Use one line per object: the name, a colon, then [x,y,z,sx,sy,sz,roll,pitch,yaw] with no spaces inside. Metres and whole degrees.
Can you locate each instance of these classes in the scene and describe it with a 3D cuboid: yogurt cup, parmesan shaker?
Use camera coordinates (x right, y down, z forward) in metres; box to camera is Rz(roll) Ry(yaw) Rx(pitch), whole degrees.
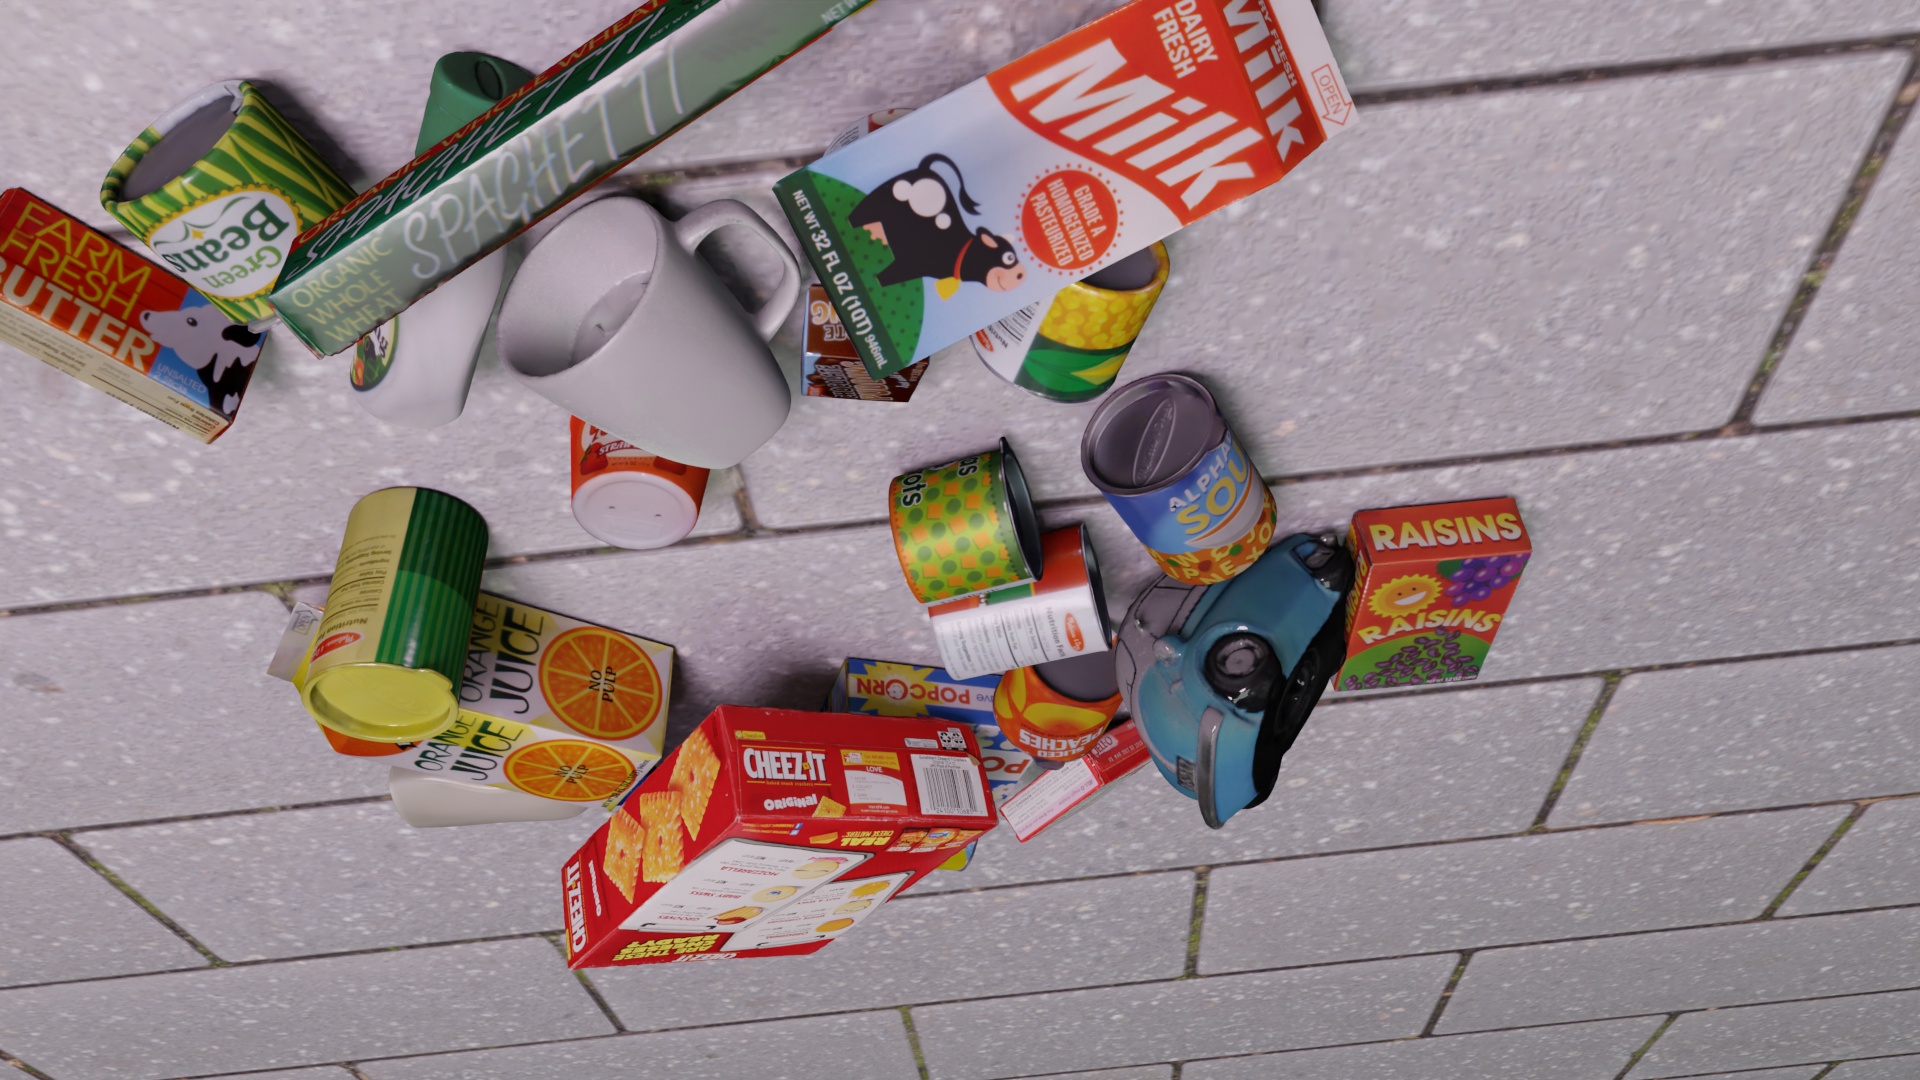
yogurt cup: [-0.144,-0.033,0.624,0.072,0.054,0.072,-3,141,-2]
parmesan shaker: [-0.260,0.033,0.652,0.071,0.103,0.071,-3,141,-2]

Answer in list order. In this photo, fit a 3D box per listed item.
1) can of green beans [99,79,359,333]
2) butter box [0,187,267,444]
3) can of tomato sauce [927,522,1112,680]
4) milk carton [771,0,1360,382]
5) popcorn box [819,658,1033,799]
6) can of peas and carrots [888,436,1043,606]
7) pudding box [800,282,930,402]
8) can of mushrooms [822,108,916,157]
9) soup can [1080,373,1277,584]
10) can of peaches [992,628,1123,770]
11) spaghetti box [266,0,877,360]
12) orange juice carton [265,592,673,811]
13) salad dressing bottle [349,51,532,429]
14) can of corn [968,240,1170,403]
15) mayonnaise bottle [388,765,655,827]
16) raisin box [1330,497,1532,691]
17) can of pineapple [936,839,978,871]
can of green beans: [-0.256,-0.120,0.494,0.071,0.071,0.057,-18,139,15]
butter box: [-0.328,-0.086,0.539,0.024,0.053,0.103,-29,135,30]
can of tomato sauce: [0.030,0.031,0.715,0.083,0.071,0.071,-13,140,10]
milk carton: [0.037,-0.130,0.469,0.191,0.073,0.072,-27,105,0]
popcorn box: [-0.018,0.114,0.831,0.127,0.038,0.084,8,141,-16]
can of peas and carrots: [0.002,-0.008,0.663,0.058,0.071,0.070,-14,140,12]
pudding box: [-0.040,-0.079,0.567,0.050,0.030,0.083,4,174,-8]
can of mushrooms: [-0.020,-0.129,0.536,0.071,0.033,0.070,-3,140,-3]
soup can: [0.106,-0.027,0.648,0.071,0.072,0.083,-23,138,20]
can of peaches: [0.058,0.083,0.776,0.071,0.071,0.057,7,138,-14]
spaghetti box: [-0.116,-0.141,0.450,0.250,0.050,0.028,-30,127,8]
orange juice carton: [-0.256,0.077,0.731,0.193,0.073,0.071,20,136,-27]
salad dressing bottle: [-0.194,-0.110,0.523,0.044,0.064,0.147,6,133,-32]
can of corn: [0.045,-0.099,0.556,0.071,0.071,0.058,8,139,-16]
mayonnaise bottle: [-0.261,0.145,0.840,0.148,0.041,0.064,-2,142,-6]
raisin box: [0.251,0.031,0.760,0.086,0.040,0.122,-5,142,0]
can of pineapple: [-0.025,0.176,0.884,0.058,0.071,0.070,9,139,-16]
